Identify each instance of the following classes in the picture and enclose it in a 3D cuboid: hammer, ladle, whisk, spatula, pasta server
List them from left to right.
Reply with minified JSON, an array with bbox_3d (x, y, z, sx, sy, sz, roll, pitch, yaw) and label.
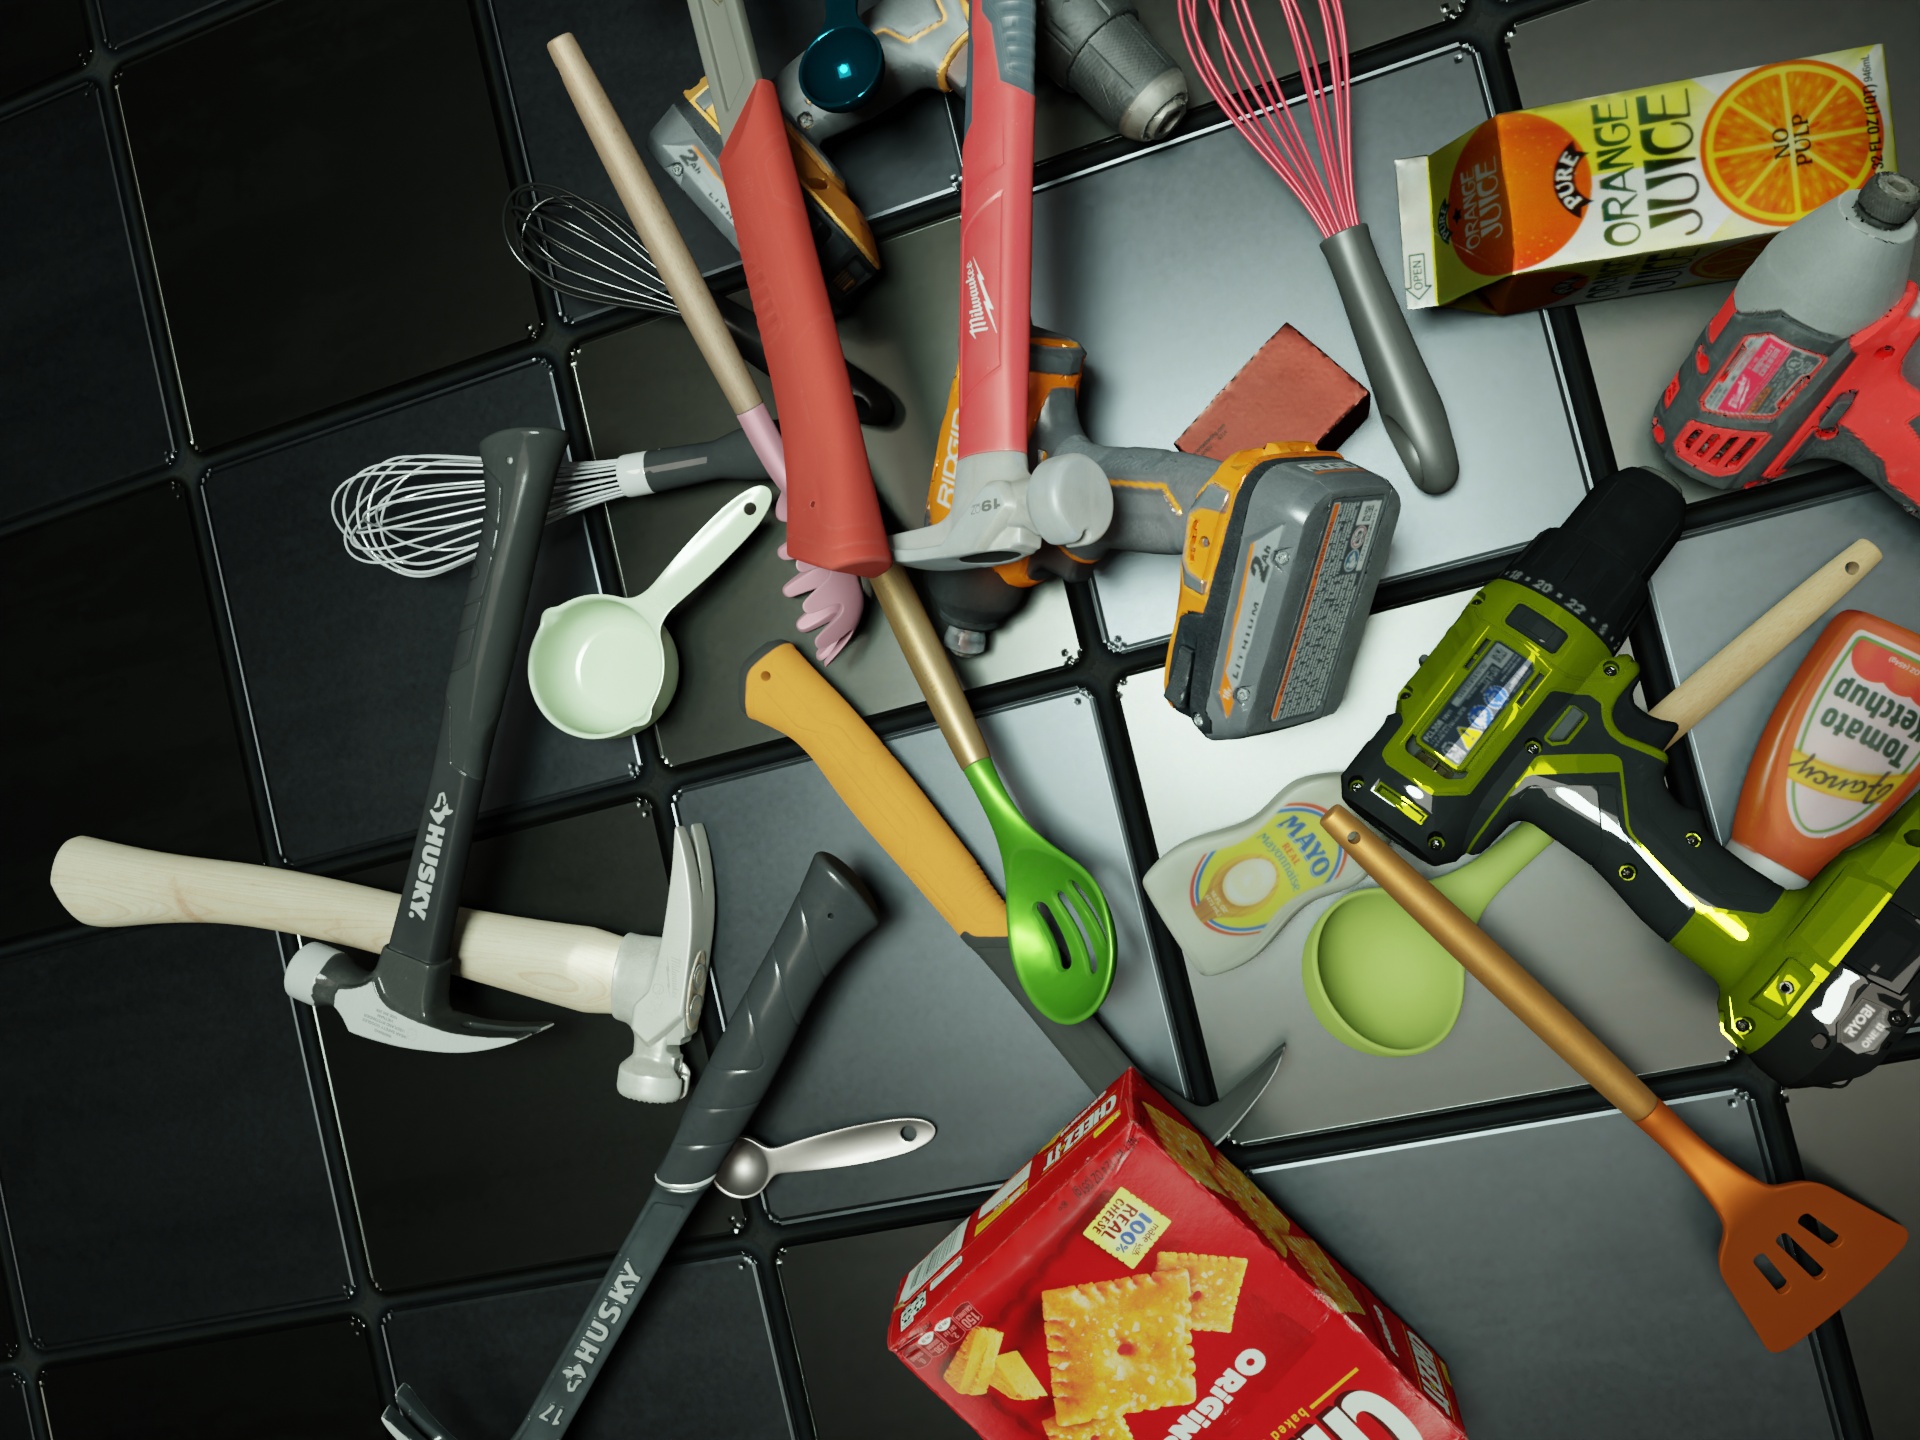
[{"bbox_3d":[-0.332,0.102,0.891,0.411,0.038,0.146,8,91,15],"label":"hammer"},{"bbox_3d":[-0.251,0.012,0.821,0.146,0.035,0.334,17,98,15],"label":"hammer"},{"bbox_3d":[-0.202,-0.126,0.844,0.284,0.070,0.070,-9,88,11],"label":"whisk"},{"bbox_3d":[-0.155,0.247,0.817,0.149,0.036,0.409,28,100,-4],"label":"hammer"},{"bbox_3d":[-0.139,-0.214,0.831,0.239,0.055,0.055,30,98,9],"label":"whisk"},{"bbox_3d":[-0.121,-0.172,0.770,0.040,0.060,0.316,-29,108,-8],"label":"pasta server"},{"bbox_3d":[-0.080,-0.238,0.711,0.149,0.036,0.359,-19,79,27],"label":"hammer"},{"bbox_3d":[0.006,-0.260,0.709,0.143,0.038,0.386,-4,82,45],"label":"hammer"},{"bbox_3d":[0.009,0.085,0.798,0.127,0.034,0.337,-43,80,13],"label":"hammer"},{"bbox_3d":[0.171,-0.244,0.739,0.073,0.073,0.296,-21,90,15],"label":"whisk"},{"bbox_3d":[0.277,0.150,0.695,0.322,0.041,0.081,43,98,2],"label":"spatula"},{"bbox_3d":[0.284,0.032,0.712,0.320,0.062,0.078,-43,85,9],"label":"ladle"}]

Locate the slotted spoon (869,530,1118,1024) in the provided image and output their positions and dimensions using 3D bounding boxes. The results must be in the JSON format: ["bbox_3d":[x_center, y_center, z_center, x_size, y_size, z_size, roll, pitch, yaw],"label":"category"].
[{"bbox_3d":[-0.001,-0.002,0.771,0.070,0.031,0.314,-38,72,42],"label":"slotted spoon"}]

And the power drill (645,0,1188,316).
[{"bbox_3d":[-0.018,-0.300,0.781,0.226,0.084,0.185,-43,82,7],"label":"power drill"}]

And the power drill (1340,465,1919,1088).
[{"bbox_3d":[0.300,0.019,0.655,0.229,0.080,0.190,39,91,21],"label":"power drill"}]

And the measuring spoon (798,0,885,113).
[{"bbox_3d":[-0.051,-0.340,0.745,0.042,0.021,0.129,-4,76,20],"label":"measuring spoon"}]

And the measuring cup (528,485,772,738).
[{"bbox_3d":[-0.155,-0.059,0.843,0.167,0.038,0.083,-45,80,3],"label":"measuring cup"}]

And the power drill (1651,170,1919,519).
[{"bbox_3d":[0.408,-0.120,0.634,0.220,0.143,0.078,31,56,13],"label":"power drill"}]

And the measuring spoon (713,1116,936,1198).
[{"bbox_3d":[-0.072,0.224,0.835,0.124,0.018,0.034,-13,95,8],"label":"measuring spoon"}]

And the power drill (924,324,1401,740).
[{"bbox_3d":[0.070,-0.075,0.721,0.227,0.084,0.164,32,120,39],"label":"power drill"}]
